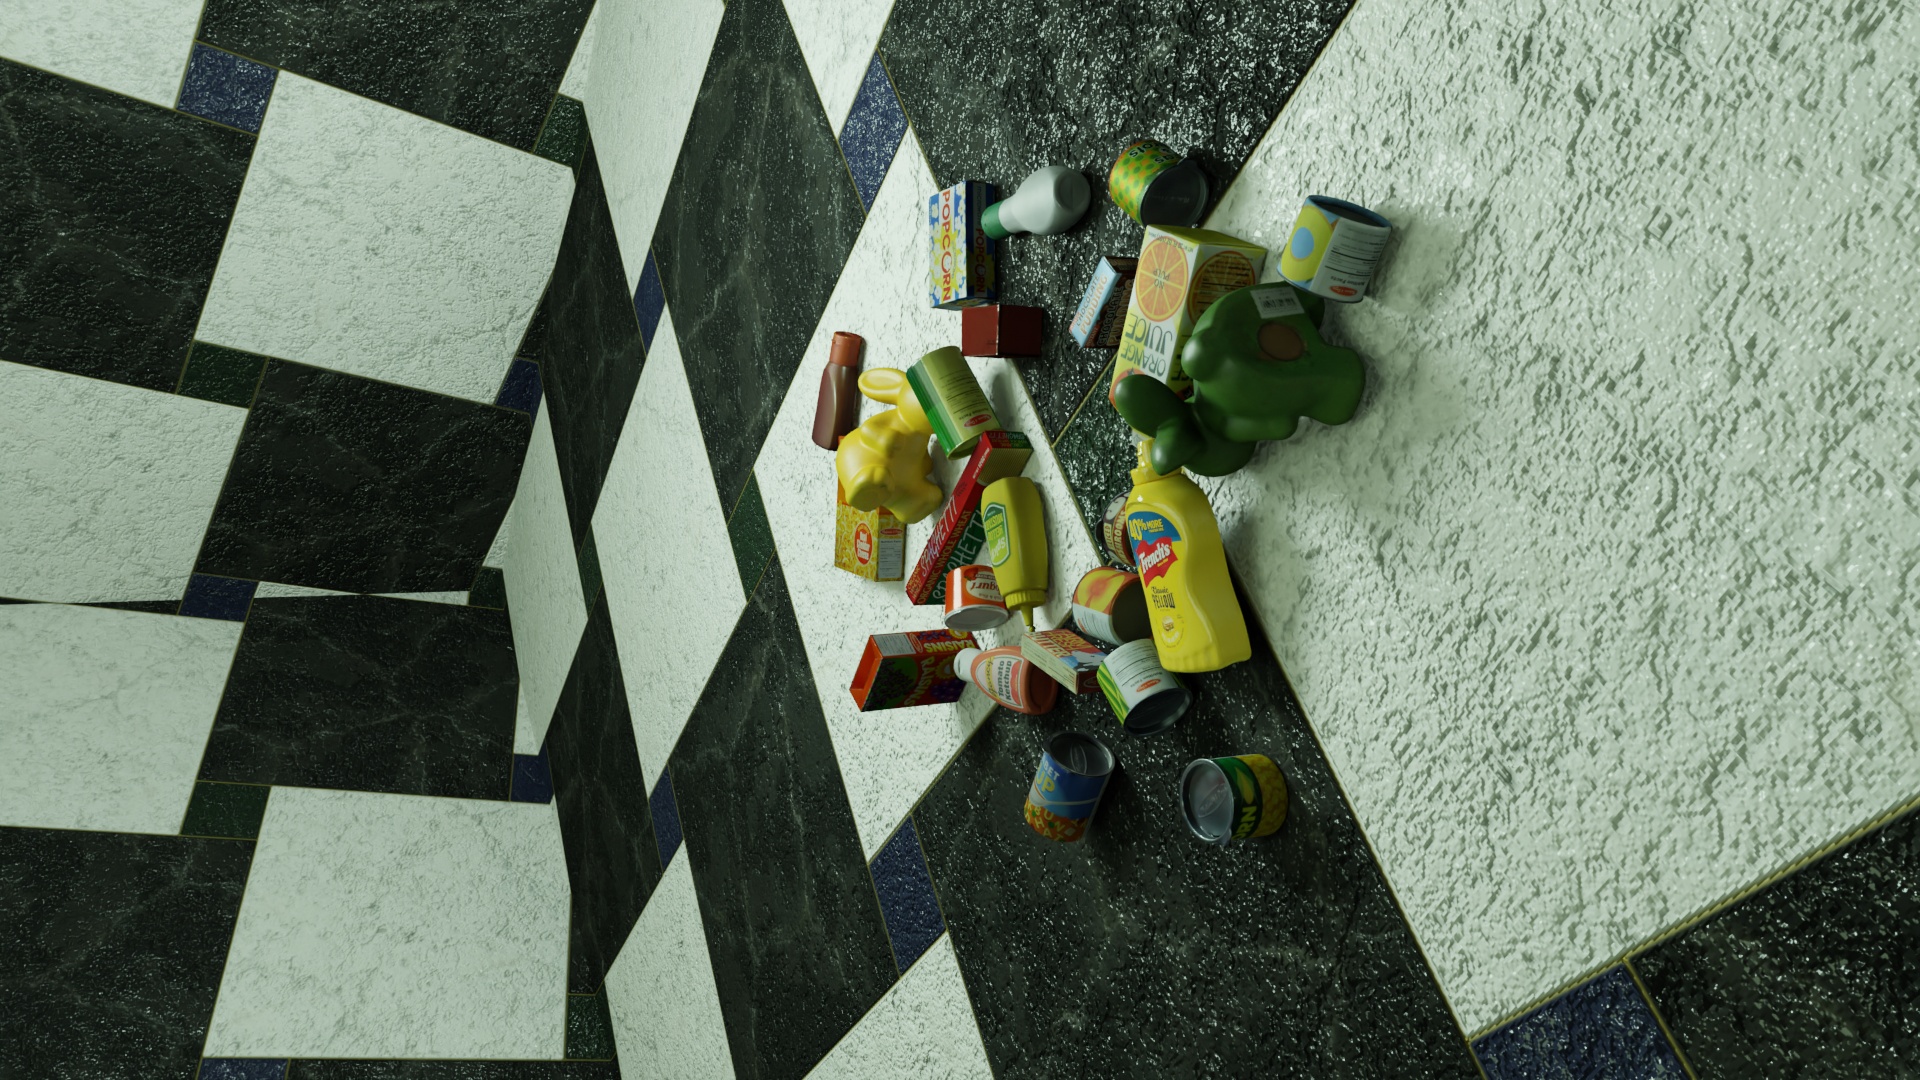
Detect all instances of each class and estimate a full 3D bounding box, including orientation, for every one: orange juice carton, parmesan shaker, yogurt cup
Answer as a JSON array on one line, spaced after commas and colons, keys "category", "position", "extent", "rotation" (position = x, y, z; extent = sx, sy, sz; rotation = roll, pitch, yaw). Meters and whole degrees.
[{"category": "orange juice carton", "position": [0.182, -0.158, 1.152], "extent": [0.072, 0.073, 0.191], "rotation": [39, 124, 52]}, {"category": "parmesan shaker", "position": [-0.005, -0.145, 1.457], "extent": [0.071, 0.071, 0.103], "rotation": [-42, 71, 53]}, {"category": "yogurt cup", "position": [0.014, 0.060, 1.462], "extent": [0.072, 0.072, 0.054], "rotation": [-42, 47, 53]}]

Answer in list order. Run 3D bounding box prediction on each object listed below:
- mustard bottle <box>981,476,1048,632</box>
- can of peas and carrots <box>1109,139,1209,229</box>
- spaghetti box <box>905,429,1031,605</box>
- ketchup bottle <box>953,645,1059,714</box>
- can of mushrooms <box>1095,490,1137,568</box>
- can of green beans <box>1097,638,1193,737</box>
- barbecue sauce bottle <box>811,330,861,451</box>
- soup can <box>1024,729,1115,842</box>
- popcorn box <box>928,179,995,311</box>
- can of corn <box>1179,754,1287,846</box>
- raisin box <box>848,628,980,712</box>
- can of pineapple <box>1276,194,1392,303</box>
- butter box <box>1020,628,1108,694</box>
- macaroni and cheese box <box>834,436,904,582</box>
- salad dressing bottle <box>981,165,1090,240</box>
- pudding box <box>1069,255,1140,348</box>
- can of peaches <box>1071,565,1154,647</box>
[{"category": "mustard bottle", "position": [0.059, 0.018, 1.395], "extent": [0.065, 0.049, 0.160], "rotation": [-34, 61, 58]}, {"category": "can of peas and carrots", "position": [0.169, -0.302, 1.181], "extent": [0.059, 0.071, 0.070], "rotation": [55, 136, 46]}, {"category": "spaghetti box", "position": [0.005, -0.019, 1.489], "extent": [0.248, 0.050, 0.029], "rotation": [-63, 39, 40]}, {"category": "ketchup bottle", "position": [0.045, 0.137, 1.429], "extent": [0.149, 0.043, 0.064], "rotation": [6, 96, 61]}, {"category": "can of mushrooms", "position": [0.155, -0.009, 1.205], "extent": [0.033, 0.071, 0.071], "rotation": [20, 108, 57]}, {"category": "can of green beans", "position": [0.159, 0.128, 1.204], "extent": [0.058, 0.071, 0.071], "rotation": [63, 141, 39]}, {"category": "barbecue sauce bottle", "position": [-0.157, -0.192, 1.779], "extent": [0.065, 0.044, 0.148], "rotation": [39, 123, 53]}, {"category": "soup can", "position": [0.099, 0.230, 1.306], "extent": [0.071, 0.071, 0.083], "rotation": [52, 134, 47]}, {"category": "popcorn box", "position": [0.001, -0.318, 1.504], "extent": [0.085, 0.038, 0.126], "rotation": [0, 90, 60]}, {"category": "can of corn", "position": [0.219, 0.207, 1.107], "extent": [0.071, 0.058, 0.071], "rotation": [1, 91, 60]}, {"category": "raisin box", "position": [-0.050, 0.140, 1.514], "extent": [0.040, 0.124, 0.085], "rotation": [57, 137, 41]}, {"category": "can of pineapple", "position": [0.269, -0.212, 1.005], "extent": [0.071, 0.071, 0.057], "rotation": [52, 134, 47]}, {"category": "butter box", "position": [0.104, 0.113, 1.313], "extent": [0.103, 0.053, 0.024], "rotation": [32, 121, 57]}, {"category": "macaroni and cheese box", "position": [-0.111, -0.041, 1.703], "extent": [0.124, 0.040, 0.166], "rotation": [15, 104, 59]}, {"category": "salad dressing bottle", "position": [0.071, -0.330, 1.377], "extent": [0.147, 0.044, 0.064], "rotation": [1, 93, 61]}, {"category": "pudding box", "position": [0.137, -0.214, 1.254], "extent": [0.030, 0.050, 0.083], "rotation": [61, 140, 38]}, {"category": "can of peaches", "position": [0.143, 0.058, 1.234], "extent": [0.058, 0.071, 0.071], "rotation": [16, 105, 59]}]
